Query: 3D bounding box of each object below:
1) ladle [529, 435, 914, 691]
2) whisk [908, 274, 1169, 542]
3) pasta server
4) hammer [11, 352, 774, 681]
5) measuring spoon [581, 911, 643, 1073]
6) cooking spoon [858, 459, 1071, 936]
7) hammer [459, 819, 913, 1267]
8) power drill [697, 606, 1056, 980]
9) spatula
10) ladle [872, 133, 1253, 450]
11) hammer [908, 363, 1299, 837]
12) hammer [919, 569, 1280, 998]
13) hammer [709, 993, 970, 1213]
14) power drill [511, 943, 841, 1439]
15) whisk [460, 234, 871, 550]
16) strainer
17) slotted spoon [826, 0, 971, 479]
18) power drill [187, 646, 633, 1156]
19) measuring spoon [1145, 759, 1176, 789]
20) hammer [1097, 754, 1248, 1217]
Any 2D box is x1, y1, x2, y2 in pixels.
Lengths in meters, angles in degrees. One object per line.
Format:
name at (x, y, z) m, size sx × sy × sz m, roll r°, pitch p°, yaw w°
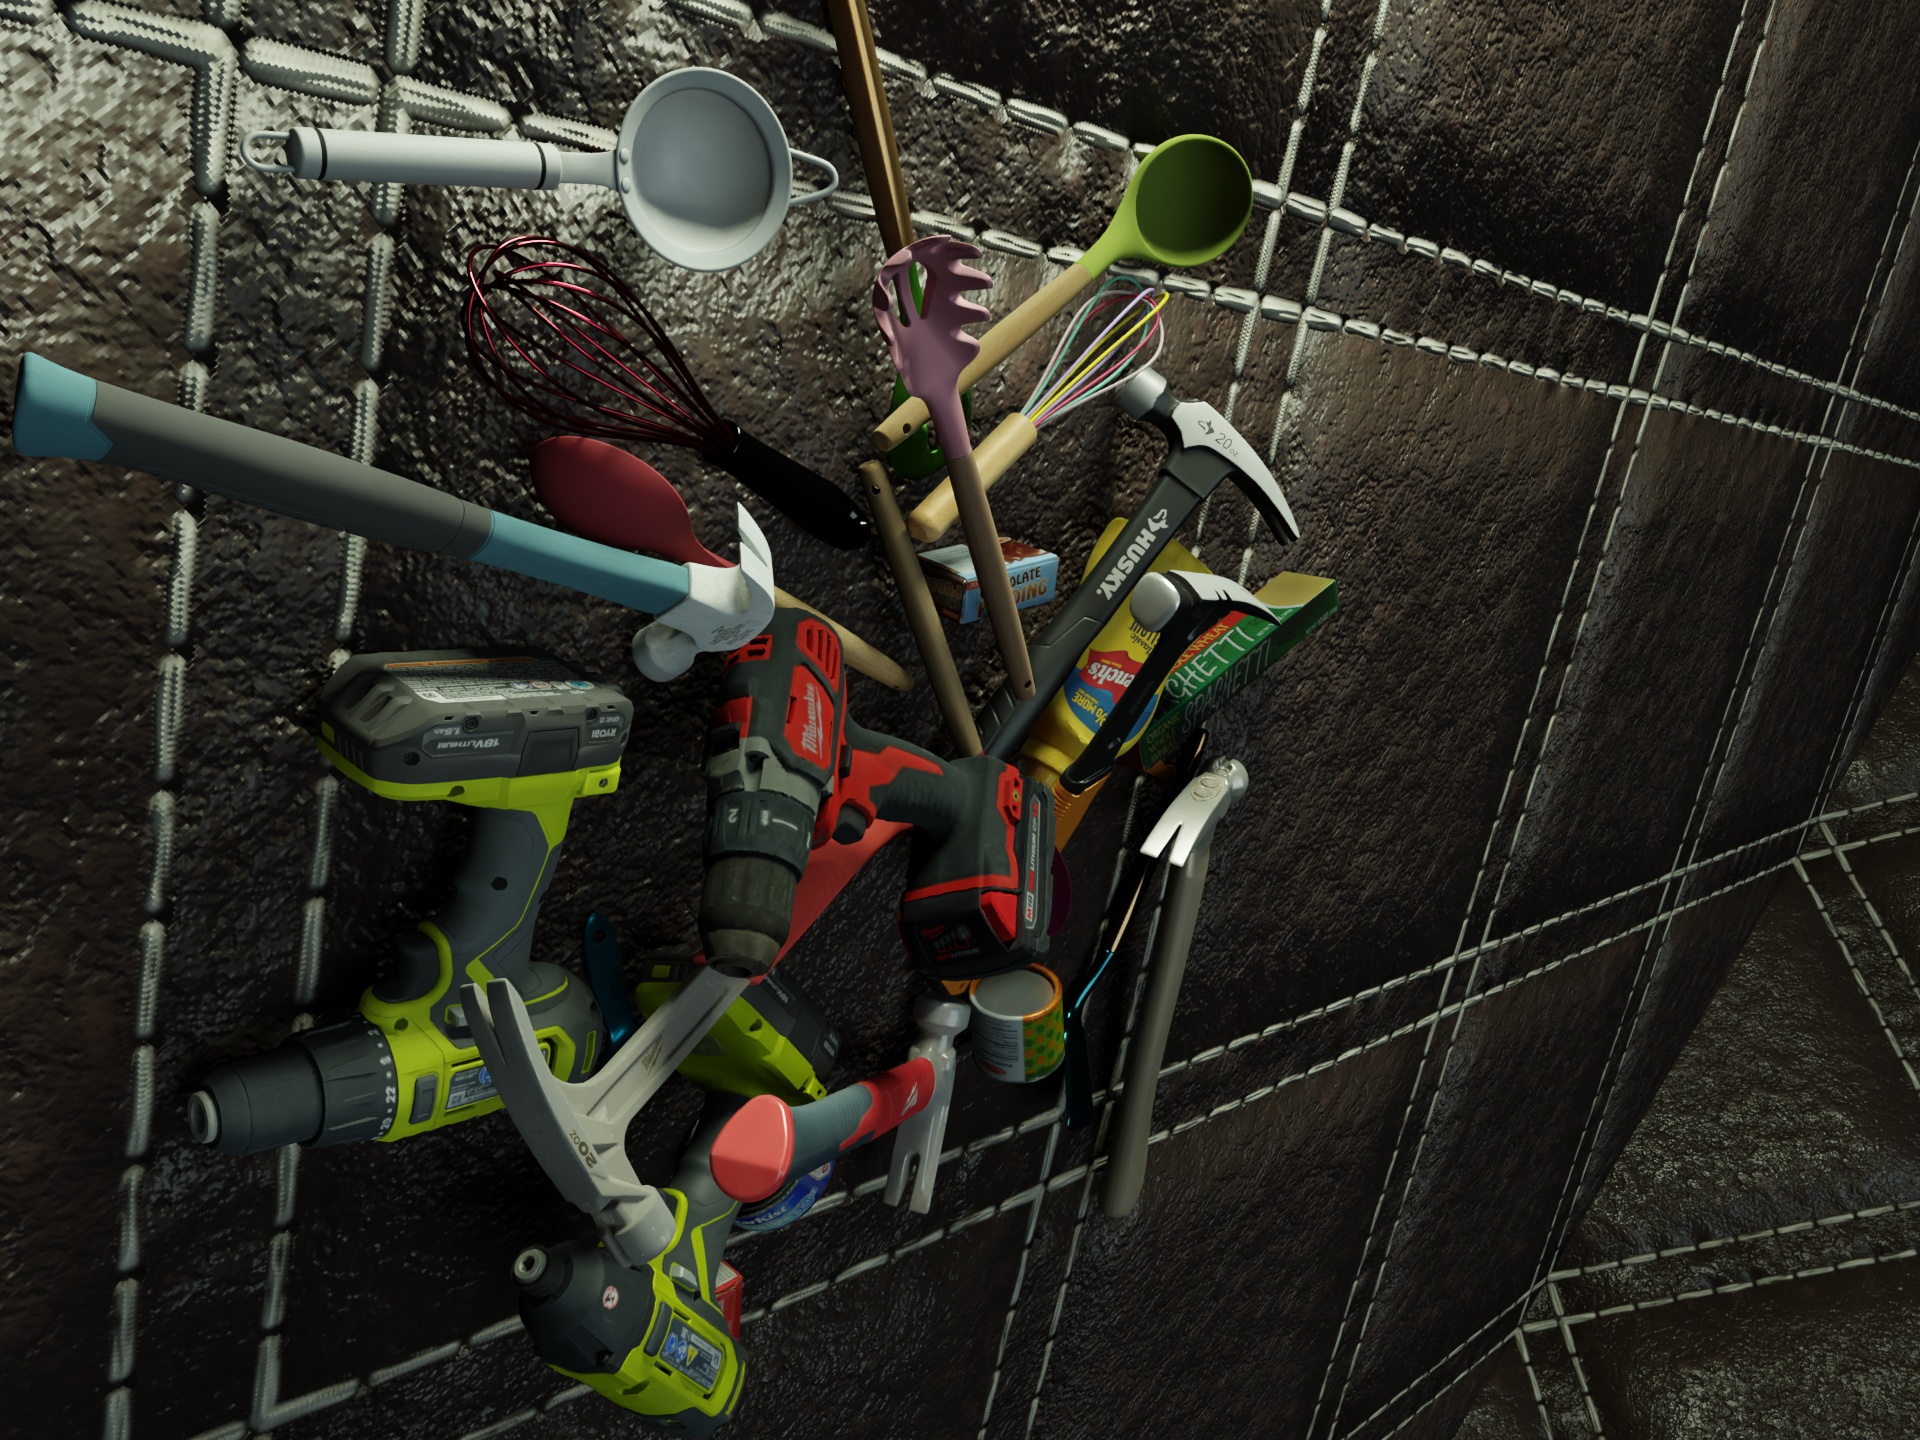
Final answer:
ladle at (-0.106, -0.066, 0.828) m, size 0.315 × 0.069 × 0.031 m, roll 31°, pitch 59°, yaw -57°
whisk at (0.050, -0.186, 0.930) m, size 0.245 × 0.047 × 0.051 m, roll -48°, pitch 136°, yaw -28°
pasta server at (0.008, -0.119, 0.850) m, size 0.060 × 0.040 × 0.315 m, roll -34°, pitch 136°, yaw -16°
hammer at (-0.216, -0.081, 0.666) m, size 0.330 × 0.128 × 0.033 m, roll 15°, pitch 60°, yaw -44°
measuring spoon at (-0.184, 0.158, 0.869) m, size 0.042 × 0.021 × 0.128 m, roll -32°, pitch 132°, yaw -35°
cooking spoon at (-0.001, -0.003, 0.936) m, size 0.017 × 0.069 × 0.318 m, roll -72°, pitch 146°, yaw -63°
hammer at (-0.106, 0.101, 0.823) m, size 0.359 × 0.037 × 0.149 m, roll -48°, pitch 119°, yaw -54°
power drill at (-0.047, 0.067, 0.827) m, size 0.226 × 0.080 × 0.188 m, roll 35°, pitch 49°, yaw -42°
spatula at (0.133, 0.156, 1.214) m, size 0.317 × 0.044 × 0.082 m, roll -67°, pitch 160°, yaw -1°
ladle at (0.063, -0.239, 0.897) m, size 0.320 × 0.062 × 0.078 m, roll -46°, pitch 130°, yaw -32°
hammer at (0.074, -0.052, 1.003) m, size 0.335 × 0.146 × 0.035 m, roll -53°, pitch -176°, yaw -5°
hammer at (0.072, 0.049, 1.007) m, size 0.127 × 0.034 × 0.336 m, roll 0°, pitch 130°, yaw -50°
hammer at (-0.060, 0.237, 0.896) m, size 0.386 × 0.038 × 0.143 m, roll 28°, pitch 72°, yaw -77°
power drill at (-0.147, 0.237, 0.835) m, size 0.171 × 0.080 × 0.223 m, roll 60°, pitch 36°, yaw -44°
whisk at (-0.126, -0.140, 0.759) m, size 0.295 × 0.073 × 0.073 m, roll 28°, pitch 87°, yaw -57°
strainer at (-0.170, -0.236, 0.673) m, size 0.258 × 0.050 × 0.086 m, roll -12°, pitch 112°, yaw -39°
slotted spoon at (-0.037, -0.264, 0.820) m, size 0.070 × 0.031 × 0.313 m, roll -42°, pitch 134°, yaw -34°
power drill at (-0.244, 0.088, 0.726) m, size 0.190 × 0.080 × 0.228 m, roll -6°, pitch 116°, yaw -48°
measuring spoon at (0.127, 0.023, 1.169) m, size 0.116 × 0.011 × 0.021 m, roll 35°, pitch 76°, yaw -47°
hammer at (0.149, 0.233, 1.238) m, size 0.146 × 0.038 × 0.410 m, roll -40°, pitch 143°, yaw -55°
